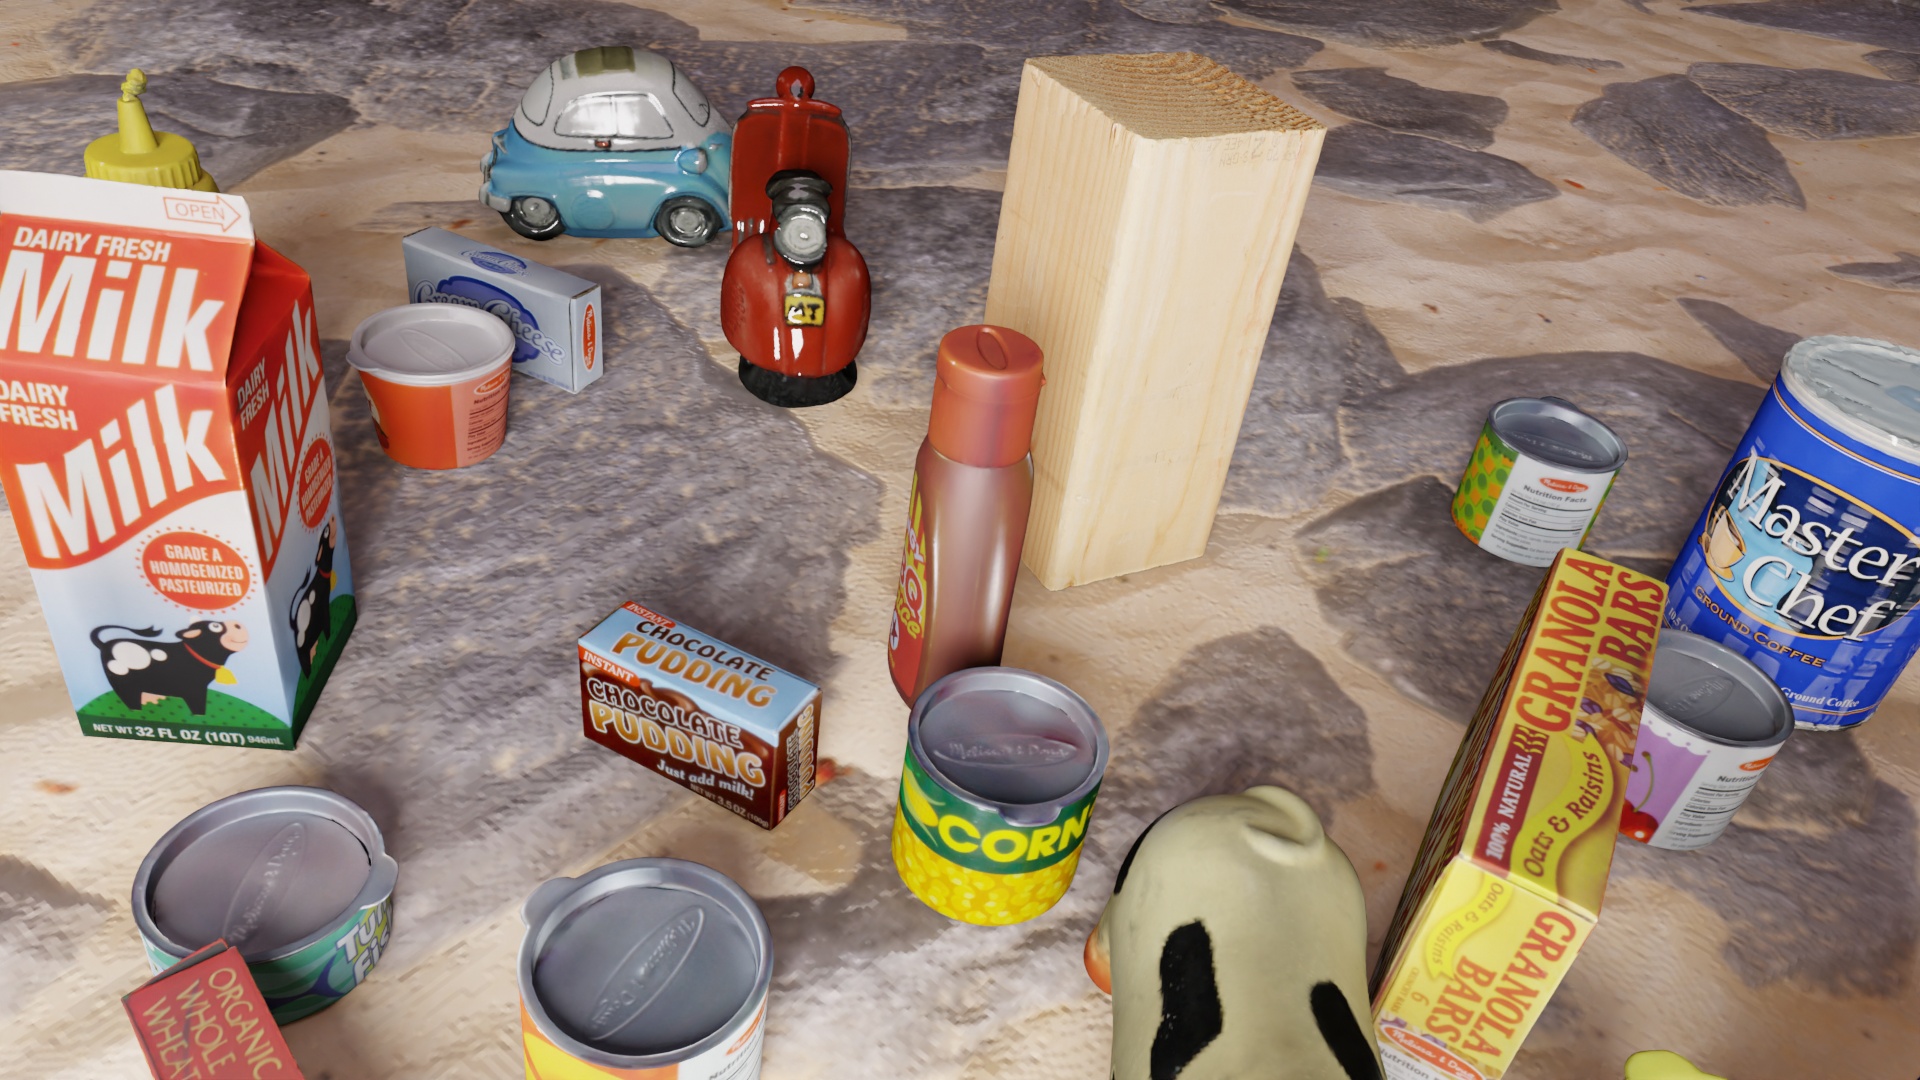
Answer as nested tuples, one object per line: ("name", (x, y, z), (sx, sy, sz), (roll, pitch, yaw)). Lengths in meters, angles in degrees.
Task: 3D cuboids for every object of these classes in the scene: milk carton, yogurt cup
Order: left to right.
("milk carton", (-0.251, -0.026, 0.447), (0.072, 0.189, 0.074), (5, 36, -6))
("yogurt cup", (-0.234, -0.068, 0.623), (0.072, 0.053, 0.073), (6, 36, -4))

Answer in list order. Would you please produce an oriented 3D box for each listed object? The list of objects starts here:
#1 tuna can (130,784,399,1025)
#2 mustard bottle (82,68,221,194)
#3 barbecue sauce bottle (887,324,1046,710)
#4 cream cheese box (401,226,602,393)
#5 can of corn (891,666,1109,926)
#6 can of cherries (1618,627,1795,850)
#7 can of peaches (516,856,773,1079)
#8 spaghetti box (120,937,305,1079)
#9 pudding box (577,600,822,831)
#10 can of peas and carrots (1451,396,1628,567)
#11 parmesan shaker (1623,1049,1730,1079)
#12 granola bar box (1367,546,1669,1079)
("tuna can", (-0.201, 0.108, 0.410), (0.071, 0.032, 0.071), (6, 36, -4))
("mustard bottle", (-0.332, -0.115, 0.575), (0.065, 0.159, 0.049), (7, 36, -3))
("barbecue sauce bottle", (0.002, -0.006, 0.513), (0.044, 0.147, 0.065), (1, 37, -12))
("cream cheese box", (-0.227, -0.115, 0.689), (0.104, 0.053, 0.024), (21, 37, 15))
("can of corn", (0.012, 0.087, 0.465), (0.071, 0.058, 0.071), (6, 36, -4))
("can of cherries", (0.274, 0.075, 0.540), (0.071, 0.058, 0.072), (6, 36, -4))
("can of peaches", (-0.088, 0.131, 0.383), (0.071, 0.057, 0.071), (6, 36, -4))
("spaghetti box", (-0.125, 0.191, 0.301), (0.029, 0.049, 0.251), (-22, 46, -36))
("pudding box", (-0.091, 0.060, 0.486), (0.084, 0.049, 0.030), (23, 38, 17))
("can of peas and carrots", (0.283, -0.030, 0.685), (0.071, 0.058, 0.071), (6, 36, -4))
("parmesan shaker", (0.163, 0.183, 0.332), (0.071, 0.102, 0.072), (6, 36, -4))
("granola bar box", (0.169, 0.094, 0.435), (0.039, 0.123, 0.166), (24, 38, 19))
